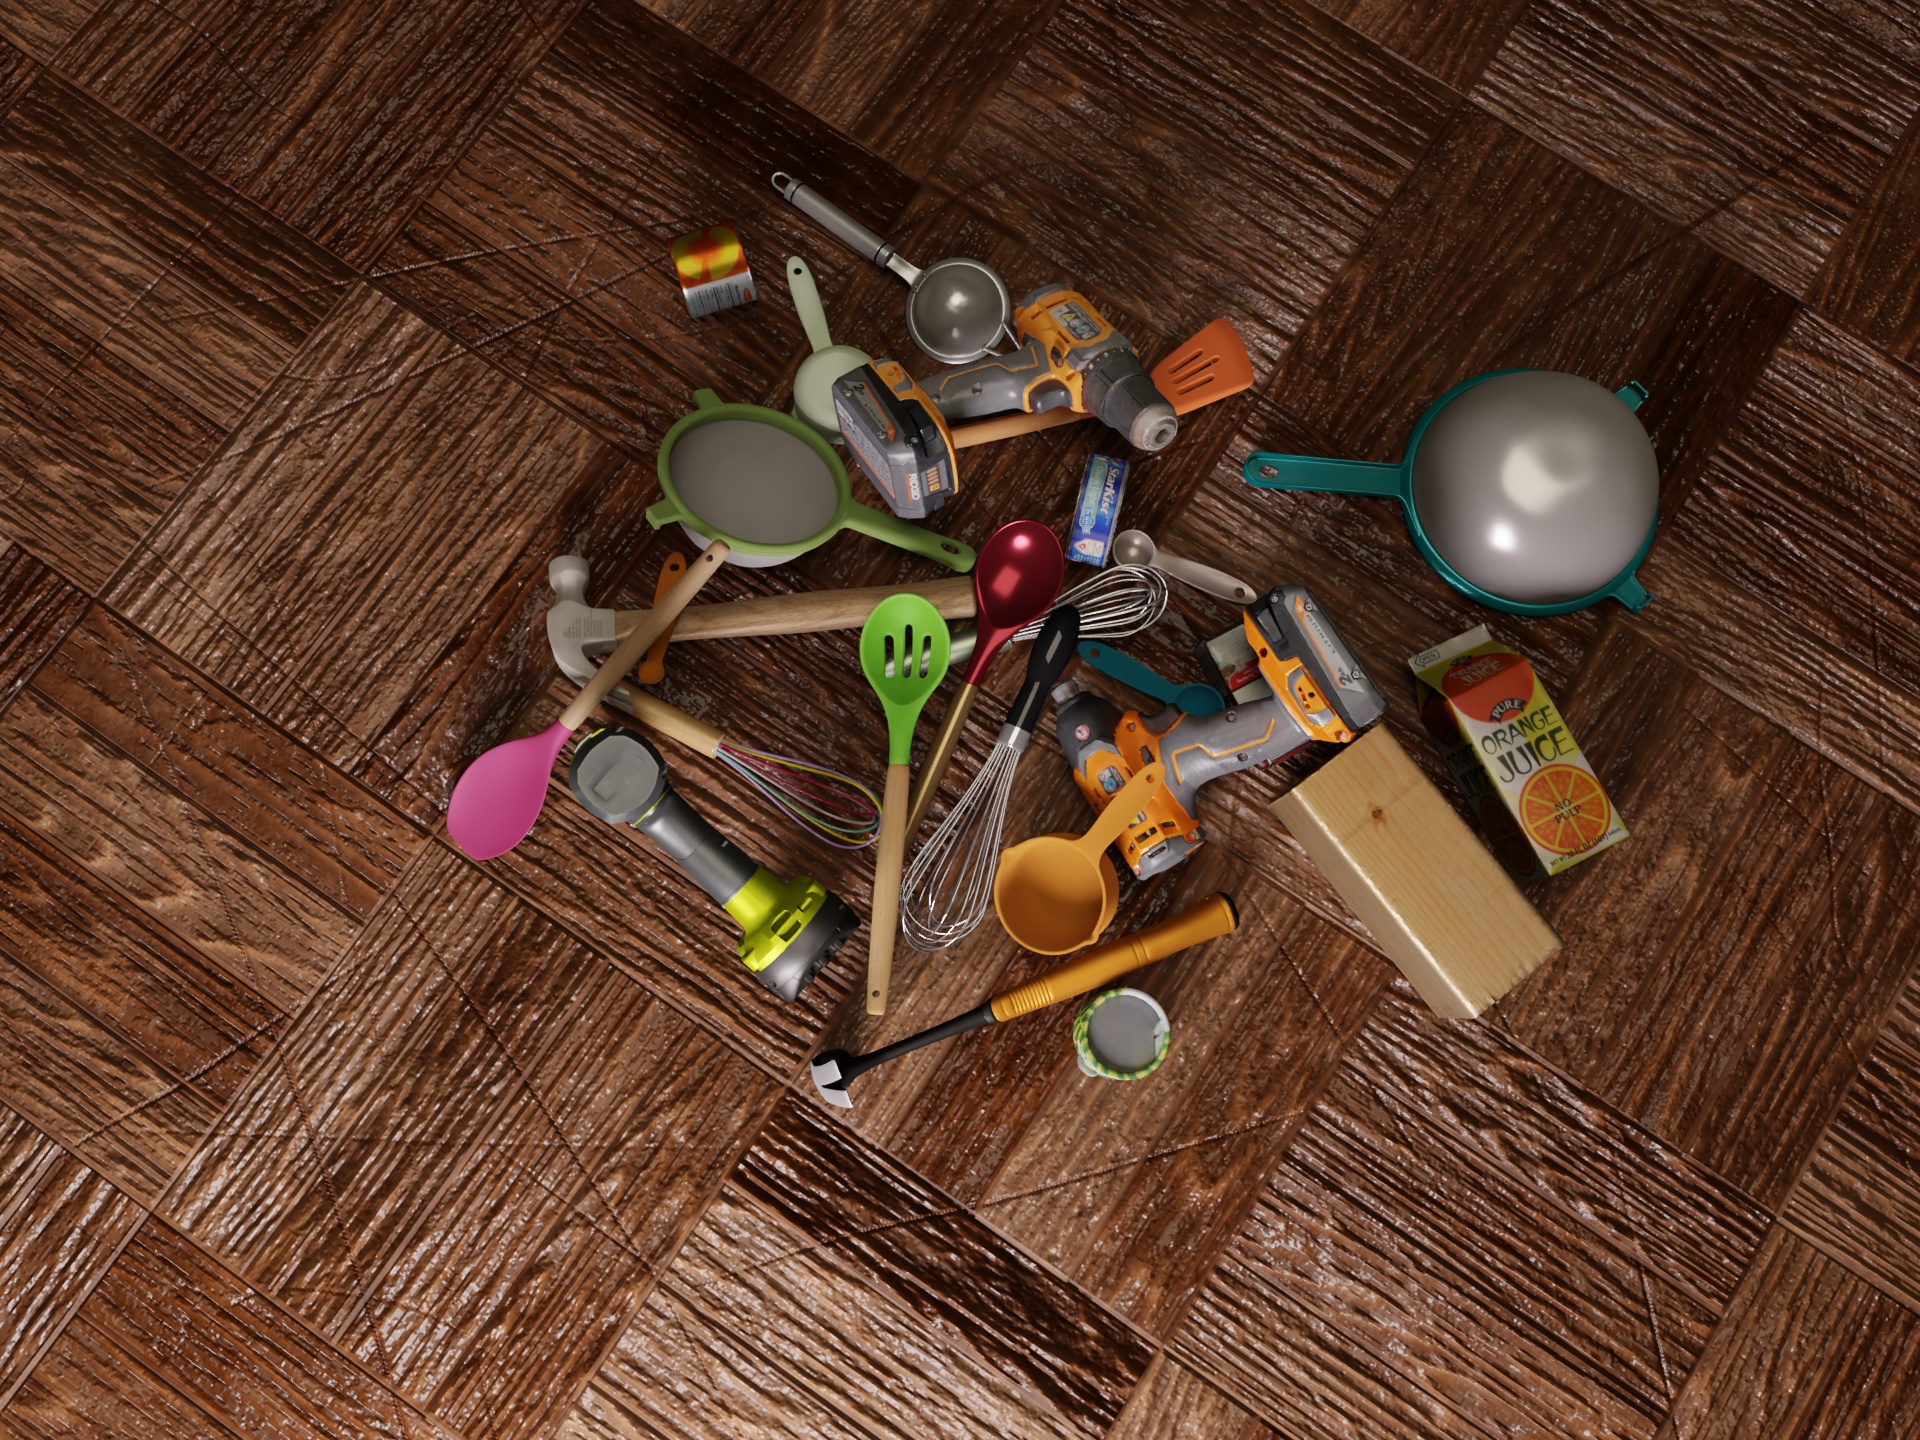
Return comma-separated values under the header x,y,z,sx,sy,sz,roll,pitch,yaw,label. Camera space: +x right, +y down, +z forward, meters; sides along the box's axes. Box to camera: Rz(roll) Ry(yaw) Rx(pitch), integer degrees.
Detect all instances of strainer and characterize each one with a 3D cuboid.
x,y,z,sx,sy,sz,roll,pitch,yaw,label
-0.116,-0.154,1.247,0.256,0.069,0.152,19,51,-10,strainer
-0.056,-0.376,1.304,0.258,0.050,0.087,37,95,9,strainer
0.399,-0.199,1.250,0.340,0.095,0.211,4,79,-2,strainer

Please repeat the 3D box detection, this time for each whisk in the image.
x,y,z,sx,sy,sz,roll,pitch,yaw,label
0.026,0.042,1.194,0.070,0.070,0.284,24,86,3,whisk
-0.164,0.026,1.218,0.245,0.047,0.051,27,62,8,whisk
0.044,-0.069,1.243,0.246,0.058,0.059,-16,117,0,whisk

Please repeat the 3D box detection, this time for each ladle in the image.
x,y,z,sx,sy,sz,roll,pitch,yaw,label
-0.002,-0.004,1.209,0.069,0.031,0.315,24,91,16,ladle

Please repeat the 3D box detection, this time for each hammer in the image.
x,y,z,sx,sy,sz,roll,pitch,yaw,label
-0.152,-0.079,1.236,0.331,0.031,0.130,-5,64,-5,hammer
0.052,0.199,1.160,0.337,0.127,0.034,-21,85,-11,hammer

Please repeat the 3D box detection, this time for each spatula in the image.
x,y,z,sx,sy,sz,roll,pitch,yaw,label
0.072,-0.251,1.280,0.322,0.041,0.081,-13,56,-2,spatula

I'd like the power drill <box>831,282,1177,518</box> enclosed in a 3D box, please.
x,y,z,sx,sy,sz,roll,pitch,yaw,label
0.038,-0.237,1.216,0.226,0.084,0.186,-26,52,-13,power drill

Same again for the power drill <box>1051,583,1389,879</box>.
x,y,z,sx,sy,sz,roll,pitch,yaw,label
0.183,-0.007,1.187,0.226,0.084,0.164,-36,80,16,power drill

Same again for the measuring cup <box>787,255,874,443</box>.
x,y,z,sx,sy,sz,roll,pitch,yaw,label
-0.111,-0.307,1.287,0.083,0.038,0.168,-18,82,-5,measuring cup

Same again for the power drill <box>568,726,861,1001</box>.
x,y,z,sx,sy,sz,roll,pitch,yaw,label
-0.188,0.092,1.148,0.228,0.190,0.080,43,80,-8,power drill

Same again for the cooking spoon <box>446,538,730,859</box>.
x,y,z,sx,sy,sz,roll,pitch,yaw,label
-0.276,-0.015,1.181,0.069,0.017,0.319,46,104,7,cooking spoon

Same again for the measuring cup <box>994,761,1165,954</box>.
x,y,z,sx,sy,sz,roll,pitch,yaw,label
0.100,0.095,1.176,0.095,0.052,0.173,43,106,16,measuring cup

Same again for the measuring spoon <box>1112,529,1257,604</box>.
x,y,z,sx,sy,sz,roll,pitch,yaw,label
0.178,-0.117,1.272,0.124,0.018,0.034,21,75,-4,measuring spoon

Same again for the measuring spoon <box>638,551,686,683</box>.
x,y,z,sx,sy,sz,roll,pitch,yaw,label
-0.226,-0.081,1.208,0.021,0.011,0.117,7,63,0,measuring spoon

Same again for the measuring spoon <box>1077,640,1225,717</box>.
x,y,z,sx,sy,sz,roll,pitch,yaw,label
0.149,-0.027,1.253,0.129,0.021,0.042,30,80,14,measuring spoon

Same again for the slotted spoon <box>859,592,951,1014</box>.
x,y,z,sx,sy,sz,roll,pitch,yaw,label
-0.050,0.059,1.179,0.070,0.031,0.314,2,76,7,slotted spoon
